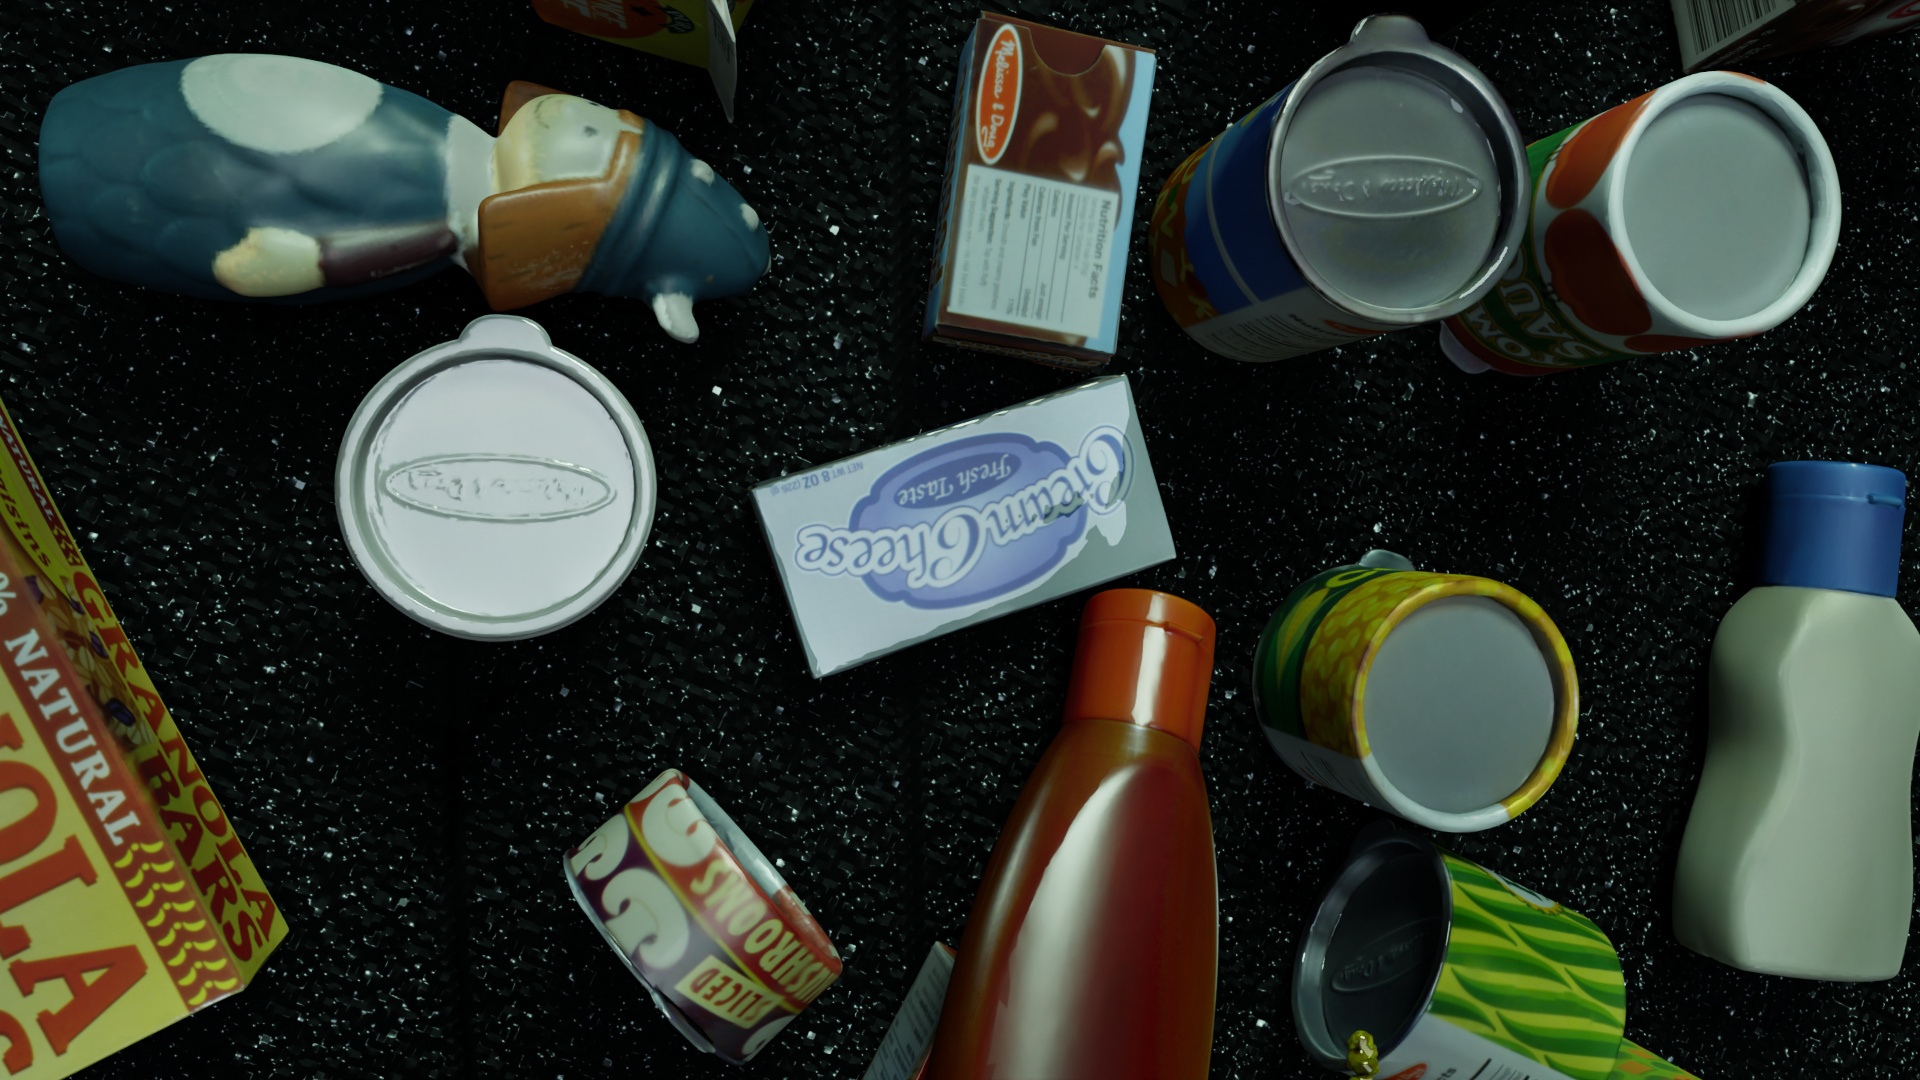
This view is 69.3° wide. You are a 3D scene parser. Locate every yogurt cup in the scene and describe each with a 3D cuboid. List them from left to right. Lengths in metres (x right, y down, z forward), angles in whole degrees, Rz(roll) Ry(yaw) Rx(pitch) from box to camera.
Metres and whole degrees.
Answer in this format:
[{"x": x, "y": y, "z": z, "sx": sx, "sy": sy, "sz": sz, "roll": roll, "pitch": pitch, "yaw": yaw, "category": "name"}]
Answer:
[{"x": -0.107, "y": -0.012, "z": 0.330, "sx": 0.072, "sy": 0.054, "sz": 0.072, "roll": 0, "pitch": 91, "yaw": -11, "category": "yogurt cup"}]

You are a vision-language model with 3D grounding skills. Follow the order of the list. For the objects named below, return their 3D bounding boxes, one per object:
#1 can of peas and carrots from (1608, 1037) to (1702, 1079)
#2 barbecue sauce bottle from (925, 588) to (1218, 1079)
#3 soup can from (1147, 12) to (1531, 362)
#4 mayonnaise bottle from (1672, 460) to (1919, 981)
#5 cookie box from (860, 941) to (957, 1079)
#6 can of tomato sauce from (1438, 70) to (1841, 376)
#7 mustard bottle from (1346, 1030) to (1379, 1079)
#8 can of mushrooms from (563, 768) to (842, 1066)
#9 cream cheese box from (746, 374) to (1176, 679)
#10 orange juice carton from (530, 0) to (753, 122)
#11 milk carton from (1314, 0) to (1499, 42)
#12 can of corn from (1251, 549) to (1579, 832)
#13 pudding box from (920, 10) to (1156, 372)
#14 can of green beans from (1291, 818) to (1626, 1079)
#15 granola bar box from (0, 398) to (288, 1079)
[{"x": 0.178, "y": 0.173, "z": 0.388, "sx": 0.071, "sy": 0.058, "sz": 0.071, "roll": 0, "pitch": 90, "yaw": -12, "category": "can of peas and carrots"}, {"x": 0.035, "y": 0.085, "z": 0.341, "sx": 0.065, "sy": 0.043, "sz": 0.149, "roll": 23, "pitch": 63, "yaw": -18, "category": "barbecue sauce bottle"}, {"x": 0.092, "y": -0.085, "z": 0.355, "sx": 0.071, "sy": 0.084, "sz": 0.071, "roll": 0, "pitch": 91, "yaw": -12, "category": "soup can"}, {"x": 0.252, "y": 0.052, "z": 0.412, "sx": 0.065, "sy": 0.041, "sz": 0.148, "roll": 8, "pitch": 88, "yaw": -13, "category": "mayonnaise bottle"}, {"x": 0.008, "y": 0.212, "z": 0.363, "sx": 0.123, "sy": 0.040, "sz": 0.167, "roll": 30, "pitch": 84, "yaw": -11, "category": "cookie box"}, {"x": 0.174, "y": -0.080, "z": 0.373, "sx": 0.071, "sy": 0.083, "sz": 0.071, "roll": 0, "pitch": 91, "yaw": -12, "category": "can of tomato sauce"}, {"x": 0.063, "y": 0.190, "z": 0.323, "sx": 0.049, "sy": 0.065, "sz": 0.160, "roll": 33, "pitch": 79, "yaw": -6, "category": "mustard bottle"}, {"x": -0.060, "y": 0.090, "z": 0.333, "sx": 0.033, "sy": 0.071, "sz": 0.071, "roll": -40, "pitch": 98, "yaw": -10, "category": "can of mushrooms"}, {"x": 0.001, "y": -0.005, "z": 0.368, "sx": 0.104, "sy": 0.024, "sz": 0.053, "roll": -18, "pitch": 95, "yaw": -11, "category": "cream cheese box"}, {"x": -0.092, "y": -0.195, "z": 0.323, "sx": 0.073, "sy": 0.072, "sz": 0.192, "roll": -24, "pitch": 95, "yaw": -10, "category": "orange juice carton"}, {"x": 0.168, "y": -0.225, "z": 0.375, "sx": 0.072, "sy": 0.073, "sz": 0.191, "roll": 45, "pitch": 82, "yaw": -8, "category": "milk carton"}, {"x": 0.122, "y": 0.038, "z": 0.375, "sx": 0.071, "sy": 0.058, "sz": 0.071, "roll": 0, "pitch": 91, "yaw": -12, "category": "can of corn"}, {"x": 0.020, "y": -0.090, "z": 0.368, "sx": 0.050, "sy": 0.030, "sz": 0.083, "roll": 8, "pitch": 89, "yaw": -10, "category": "pudding box"}, {"x": 0.133, "y": 0.120, "z": 0.375, "sx": 0.058, "sy": 0.071, "sz": 0.071, "roll": 26, "pitch": 86, "yaw": -11, "category": "can of green beans"}, {"x": -0.251, "y": 0.051, "z": 0.309, "sx": 0.124, "sy": 0.039, "sz": 0.165, "roll": -26, "pitch": 95, "yaw": -10, "category": "granola bar box"}]
